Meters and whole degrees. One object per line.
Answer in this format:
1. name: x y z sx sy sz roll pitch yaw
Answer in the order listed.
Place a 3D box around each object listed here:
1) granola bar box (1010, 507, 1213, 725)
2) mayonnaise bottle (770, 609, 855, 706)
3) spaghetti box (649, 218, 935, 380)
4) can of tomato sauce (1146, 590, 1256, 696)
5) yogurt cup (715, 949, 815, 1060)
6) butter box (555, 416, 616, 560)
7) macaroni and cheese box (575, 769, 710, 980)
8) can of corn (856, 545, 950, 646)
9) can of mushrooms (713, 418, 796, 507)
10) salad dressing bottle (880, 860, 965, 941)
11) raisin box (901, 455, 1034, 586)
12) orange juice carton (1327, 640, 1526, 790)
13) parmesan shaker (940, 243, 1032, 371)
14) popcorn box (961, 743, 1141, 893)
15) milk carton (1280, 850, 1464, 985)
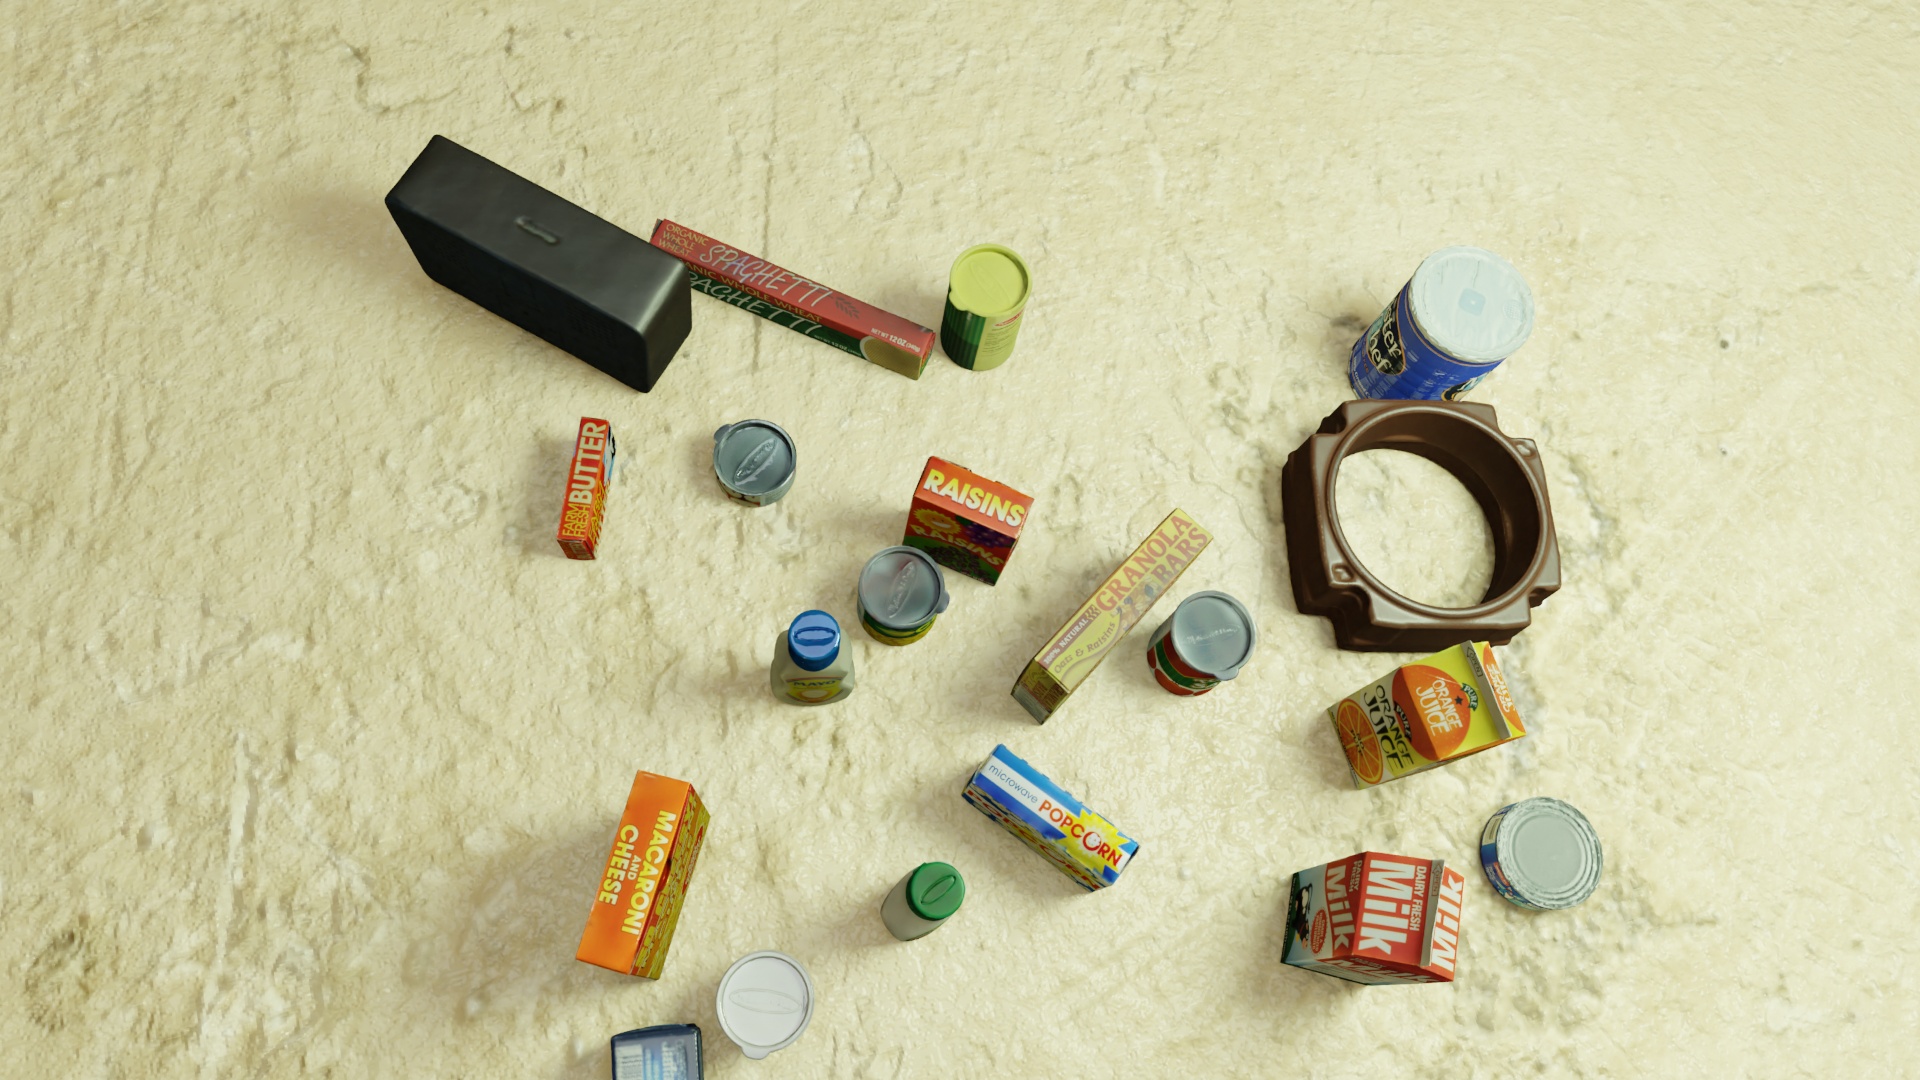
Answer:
1. granola bar box: 0.112 0.059 1.061 0.039 0.123 0.166 43 72 8
2. mayonnaise bottle: -0.108 0.087 1.014 0.065 0.147 0.041 -2 72 -7
3. spaghetti box: -0.142 -0.201 1.161 0.250 0.050 0.029 23 71 2
4. can of tomato sauce: 0.187 0.084 1.083 0.071 0.082 0.071 2 71 -6
5. yogurt cup: -0.137 0.325 0.979 0.072 0.053 0.072 2 71 -6
6. butter box: -0.291 -0.040 1.087 0.024 0.053 0.104 7 71 -4
7. macaroni and cheese box: -0.210 0.231 0.943 0.040 0.166 0.124 15 71 -1
8. can of corn: -0.045 0.045 1.083 0.071 0.058 0.071 2 71 -6
9. can of mushrooms: -0.167 -0.063 1.119 0.071 0.033 0.071 2 71 -6
10. salad dressing bottle: -0.023 0.249 0.968 0.064 0.147 0.044 -35 79 -16
11. raisin box: 0.004 -0.013 1.074 0.086 0.123 0.040 23 71 2
12. orange juice carton: 0.349 0.129 1.028 0.073 0.192 0.072 -14 74 -11
13. parmesan shaker: 0.017 -0.189 1.147 0.071 0.102 0.071 2 71 -6
14. popcorn box: 0.064 0.206 1.026 0.127 0.085 0.038 36 72 6
15. milk carton: 0.294 0.267 0.975 0.073 0.190 0.072 15 71 -1
